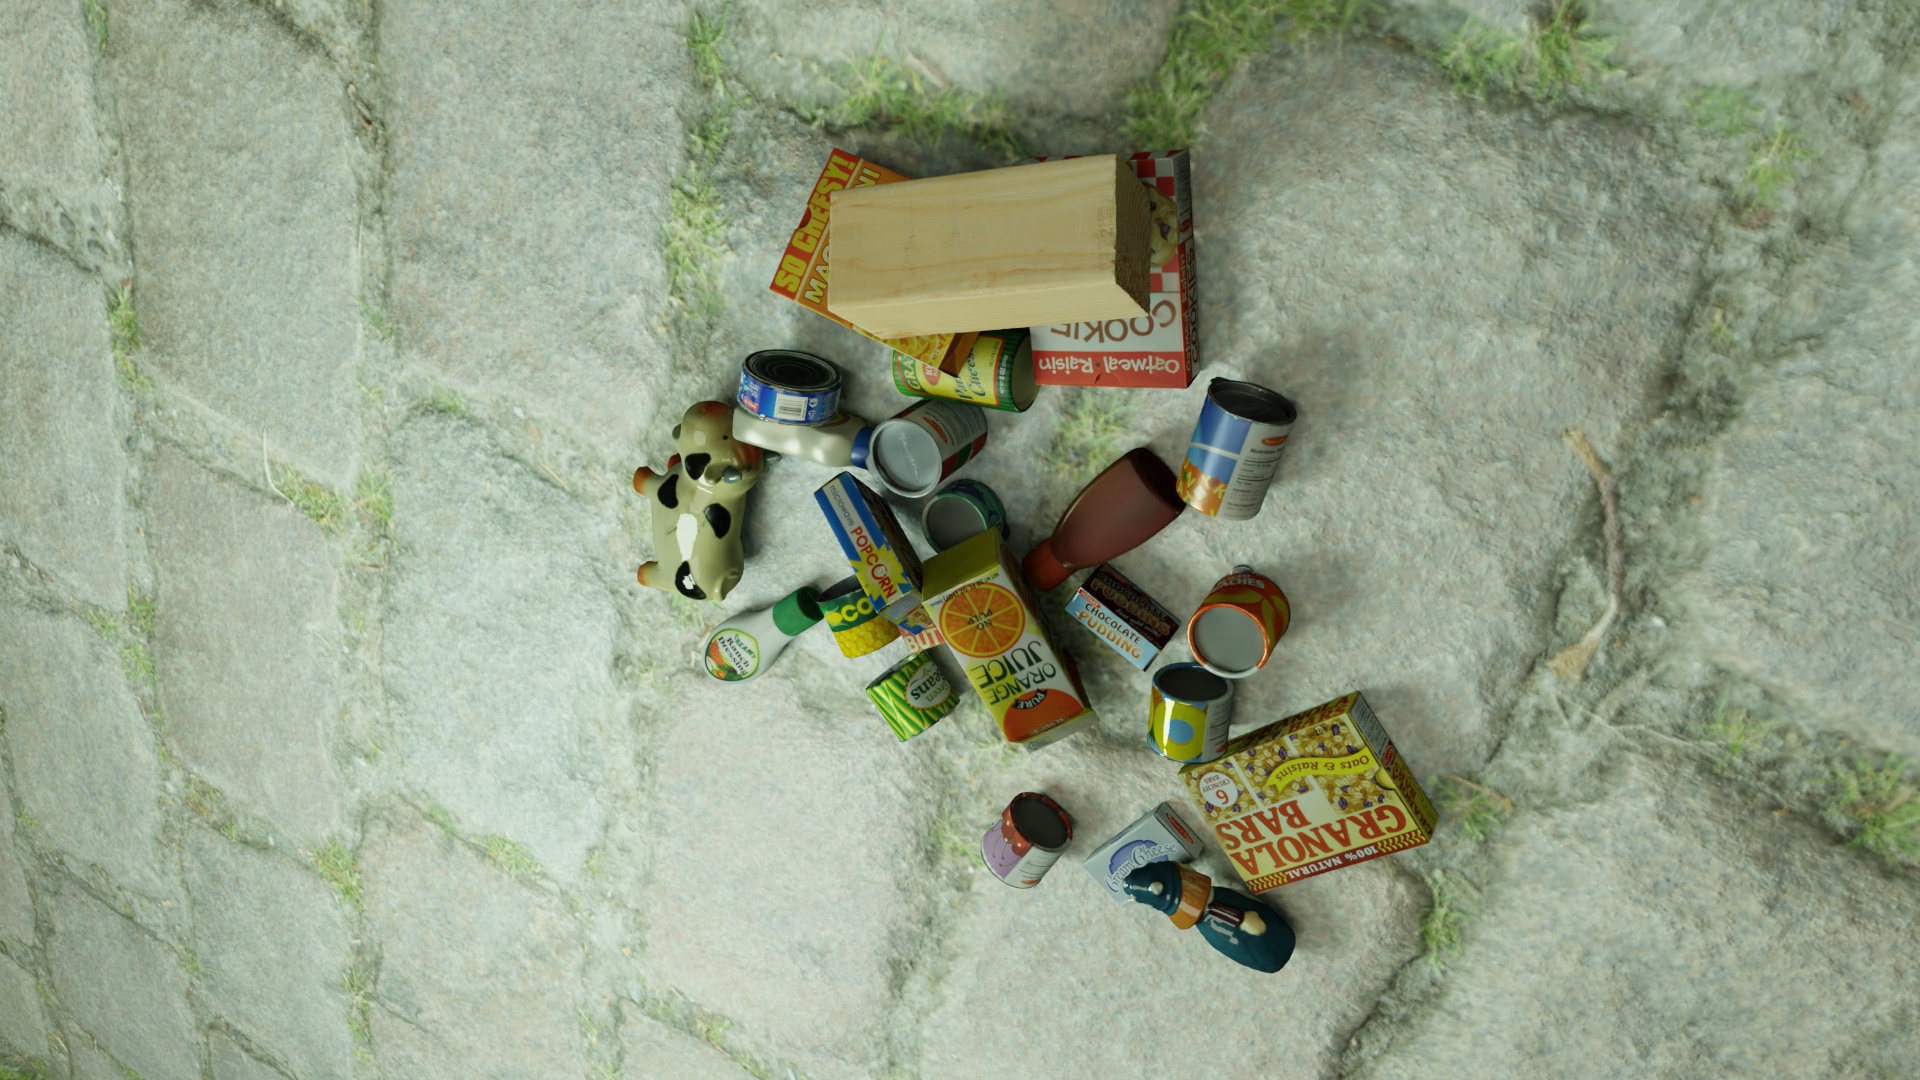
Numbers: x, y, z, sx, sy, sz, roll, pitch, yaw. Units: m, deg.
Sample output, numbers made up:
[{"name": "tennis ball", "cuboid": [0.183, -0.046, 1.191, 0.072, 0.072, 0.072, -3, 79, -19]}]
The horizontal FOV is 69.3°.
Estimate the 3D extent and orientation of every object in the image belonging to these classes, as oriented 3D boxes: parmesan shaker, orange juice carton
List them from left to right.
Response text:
[{"name": "parmesan shaker", "cuboid": [0.006, -0.142, 1.091, 0.103, 0.071, 0.071, 11, 117, 24]}, {"name": "orange juice carton", "cuboid": [0.044, 0.093, 1.150, 0.072, 0.073, 0.192, -26, 113, 11]}]

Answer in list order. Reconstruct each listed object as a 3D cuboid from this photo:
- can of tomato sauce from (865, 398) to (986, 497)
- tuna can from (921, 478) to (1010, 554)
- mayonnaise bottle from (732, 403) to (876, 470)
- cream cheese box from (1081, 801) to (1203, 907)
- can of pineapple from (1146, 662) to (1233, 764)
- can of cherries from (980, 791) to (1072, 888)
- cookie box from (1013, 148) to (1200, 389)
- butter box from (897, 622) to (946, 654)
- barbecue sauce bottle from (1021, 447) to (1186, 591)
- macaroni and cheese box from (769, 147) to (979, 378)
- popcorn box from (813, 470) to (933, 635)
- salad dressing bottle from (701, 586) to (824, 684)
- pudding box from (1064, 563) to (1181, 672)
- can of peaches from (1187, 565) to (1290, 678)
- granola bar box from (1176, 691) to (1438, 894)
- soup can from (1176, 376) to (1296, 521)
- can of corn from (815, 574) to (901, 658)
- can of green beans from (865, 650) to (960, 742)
[{"name": "can of tomato sauce", "cuboid": [-0.027, -0.080, 1.127, 0.071, 0.083, 0.071, 12, 118, 24]}, {"name": "tuna can", "cuboid": [0.004, -0.015, 1.172, 0.071, 0.033, 0.070, 12, 118, 25]}, {"name": "mayonnaise bottle", "cuboid": [-0.118, -0.091, 1.189, 0.148, 0.065, 0.041, 17, 118, 17]}, {"name": "cream cheese box", "cuboid": [0.160, 0.278, 1.225, 0.053, 0.024, 0.103, 47, 126, 3]}, {"name": "can of pineapple", "cuboid": [0.184, 0.138, 1.122, 0.071, 0.071, 0.057, 13, 118, 24]}, {"name": "can of cherries", "cuboid": [0.058, 0.268, 1.253, 0.071, 0.072, 0.058, 38, 125, 9]}, {"name": "cookie box", "cuboid": [0.109, -0.197, 1.023, 0.123, 0.040, 0.166, 4, 114, 27]}, {"name": "butter box", "cuboid": [-0.007, 0.058, 1.200, 0.103, 0.024, 0.053, -19, 103, 17]}, {"name": "barbecue sauce bottle", "cuboid": [0.109, -0.010, 1.109, 0.065, 0.044, 0.148, 50, 127, 0]}, {"name": "macaroni and cheese box", "cuboid": [-0.051, -0.215, 1.065, 0.167, 0.040, 0.123, 28, 95, 22]}, {"name": "popcorn box", "cuboid": [-0.067, 0.010, 1.162, 0.038, 0.085, 0.127, -33, 66, 7]}, {"name": "salad dressing bottle", "cuboid": [-0.187, 0.089, 1.320, 0.147, 0.044, 0.064, -33, 93, 36]}, {"name": "pudding box", "cuboid": [0.132, 0.062, 1.125, 0.084, 0.050, 0.030, 39, 127, 9]}, {"name": "can of peaches", "cuboid": [0.214, 0.063, 1.075, 0.071, 0.058, 0.071, 12, 118, 24]}, {"name": "granola bar box", "cuboid": [0.276, 0.207, 1.118, 0.165, 0.039, 0.124, -29, 96, 36]}, {"name": "soup can", "cuboid": [0.199, -0.067, 1.019, 0.071, 0.072, 0.083, 25, 123, 17]}, {"name": "can of corn", "cuboid": [-0.086, 0.064, 1.236, 0.071, 0.071, 0.058, -17, 104, 34]}, {"name": "can of green beans", "cuboid": [-0.043, 0.139, 1.249, 0.071, 0.071, 0.058, -32, 94, 36]}]
